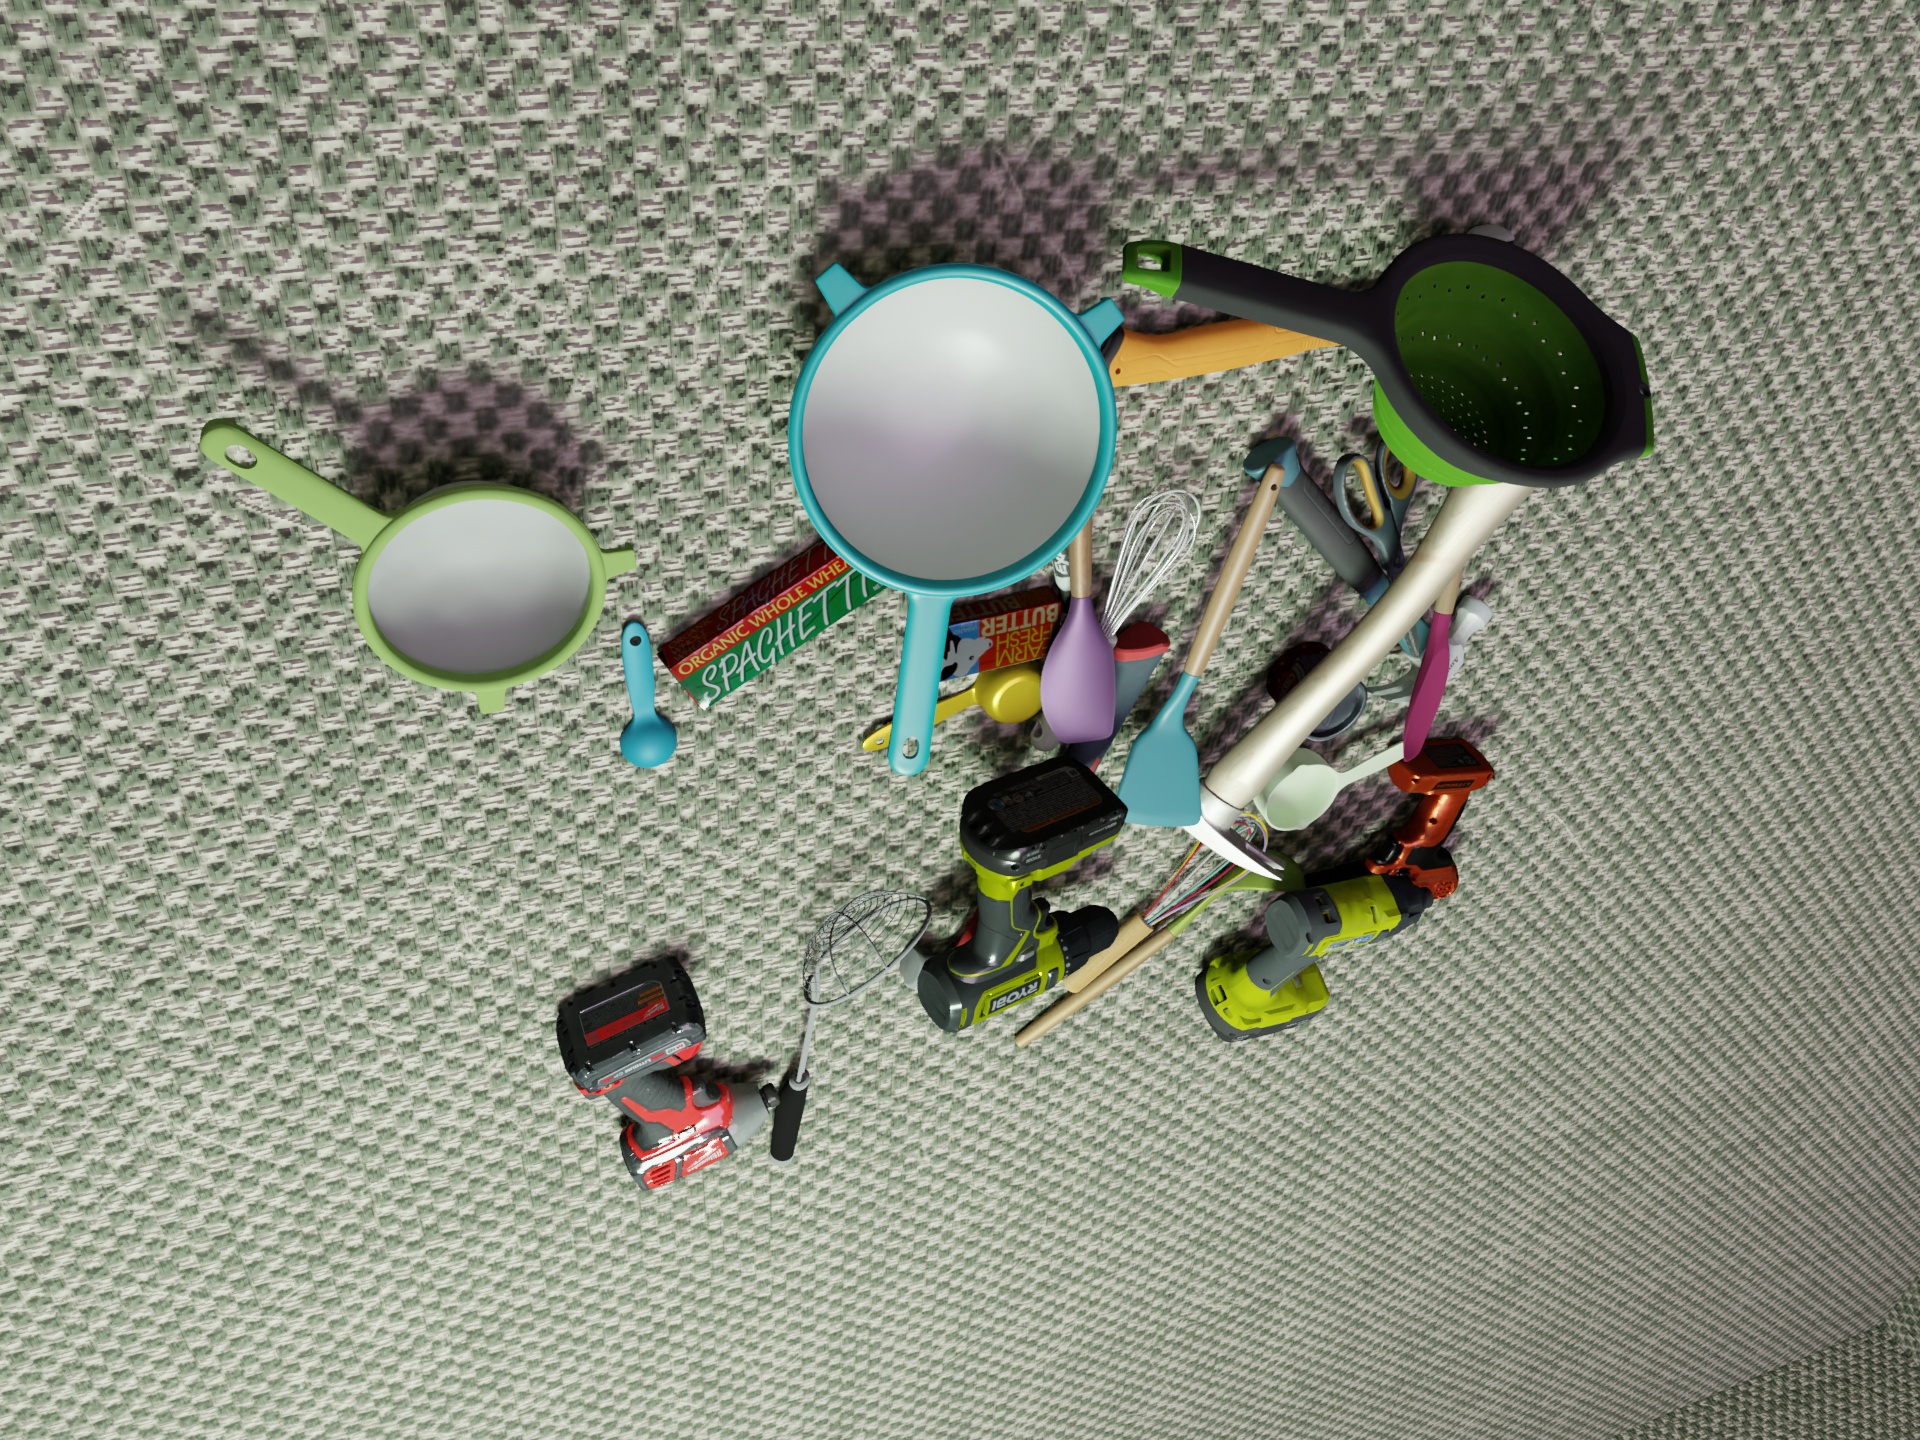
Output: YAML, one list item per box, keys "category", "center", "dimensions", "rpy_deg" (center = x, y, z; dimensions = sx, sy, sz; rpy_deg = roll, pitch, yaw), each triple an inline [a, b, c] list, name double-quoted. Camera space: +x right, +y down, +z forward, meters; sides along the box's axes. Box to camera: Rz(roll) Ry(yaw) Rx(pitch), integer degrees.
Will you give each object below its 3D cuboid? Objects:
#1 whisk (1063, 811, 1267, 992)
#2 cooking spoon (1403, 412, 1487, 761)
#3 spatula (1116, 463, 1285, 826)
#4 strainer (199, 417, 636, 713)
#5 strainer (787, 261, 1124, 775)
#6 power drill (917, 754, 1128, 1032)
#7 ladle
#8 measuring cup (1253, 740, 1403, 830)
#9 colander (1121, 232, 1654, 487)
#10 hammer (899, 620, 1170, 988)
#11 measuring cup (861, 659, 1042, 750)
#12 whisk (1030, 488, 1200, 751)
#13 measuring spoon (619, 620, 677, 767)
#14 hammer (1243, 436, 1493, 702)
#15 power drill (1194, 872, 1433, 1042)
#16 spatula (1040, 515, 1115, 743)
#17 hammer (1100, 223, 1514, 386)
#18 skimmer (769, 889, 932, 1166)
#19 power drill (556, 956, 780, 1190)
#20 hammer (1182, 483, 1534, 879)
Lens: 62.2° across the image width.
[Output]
- category: "whisk"
  center: [0.187, 0.170, 1.481]
  dimensions: [0.245, 0.051, 0.047]
  rpy_deg: [-43, 112, 15]
- category: "cooking spoon"
  center: [0.407, -0.115, 1.322]
  dimensions: [0.068, 0.017, 0.318]
  rpy_deg: [-20, 123, -50]
- category: "spatula"
  center: [0.198, -0.054, 1.256]
  dimensions: [0.082, 0.044, 0.317]
  rpy_deg: [5, 123, -19]
- category: "strainer"
  center: [-0.336, -0.117, 0.959]
  dimensions: [0.151, 0.069, 0.256]
  rpy_deg: [-44, 132, 14]
- category: "strainer"
  center: [-0.020, -0.135, 1.059]
  dimensions: [0.211, 0.095, 0.340]
  rpy_deg: [3, 112, -13]
- category: "power drill"
  center: [0.065, 0.143, 1.312]
  dimensions: [0.190, 0.080, 0.228]
  rpy_deg: [-19, 137, -29]
- category: "ladle"
  center: [0.186, 0.226, 1.510]
  dimensions: [0.320, 0.062, 0.078]
  rpy_deg: [-38, 165, 10]
- category: "measuring cup"
  center: [0.342, 0.042, 1.454]
  dimensions: [0.167, 0.038, 0.083]
  rpy_deg: [-23, 133, -11]
- category: "colander"
  center: [0.284, -0.248, 1.105]
  dimensions: [0.397, 0.205, 0.094]
  rpy_deg: [11, 155, -14]
- category: "hammer"
  center: [0.087, 0.086, 1.359]
  dimensions: [0.143, 0.038, 0.386]
  rpy_deg: [9, 121, -34]
- category: "measuring cup"
  center: [-0.002, -0.004, 1.245]
  dimensions: [0.156, 0.029, 0.062]
  rpy_deg: [-24, 133, -11]
- category: "whisk"
  center: [0.115, -0.074, 1.234]
  dimensions: [0.059, 0.058, 0.246]
  rpy_deg: [9, 123, -32]
- category: "measuring spoon"
  center: [-0.224, -0.014, 1.130]
  dimensions: [0.042, 0.021, 0.128]
  rpy_deg: [-13, 132, -17]
- category: "hammer"
  center: [0.329, -0.125, 1.304]
  dimensions: [0.330, 0.033, 0.128]
  rpy_deg: [39, 85, -39]
- category: "power drill"
  center: [0.334, 0.219, 1.509]
  dimensions: [0.171, 0.080, 0.223]
  rpy_deg: [-7, 150, -27]
- category: "spatula"
  center: [0.086, -0.116, 1.173]
  dimensions: [0.059, 0.018, 0.315]
  rpy_deg: [-6, 122, -5]
- category: "hammer"
  center: [0.246, -0.275, 1.152]
  dimensions: [0.337, 0.034, 0.127]
  rpy_deg: [-13, 129, -17]
- category: "skimmer"
  center: [-0.106, 0.286, 1.384]
  dimensions: [0.090, 0.127, 0.363]
  rpy_deg: [22, 128, 9]
- category: "power drill"
  center: [-0.242, 0.305, 1.344]
  dimensions: [0.143, 0.079, 0.219]
  rpy_deg: [-24, 136, -8]
- category: "hammer"
  center: [0.318, -0.040, 1.279]
  dimensions: [0.146, 0.038, 0.410]
  rpy_deg: [36, 121, -3]
